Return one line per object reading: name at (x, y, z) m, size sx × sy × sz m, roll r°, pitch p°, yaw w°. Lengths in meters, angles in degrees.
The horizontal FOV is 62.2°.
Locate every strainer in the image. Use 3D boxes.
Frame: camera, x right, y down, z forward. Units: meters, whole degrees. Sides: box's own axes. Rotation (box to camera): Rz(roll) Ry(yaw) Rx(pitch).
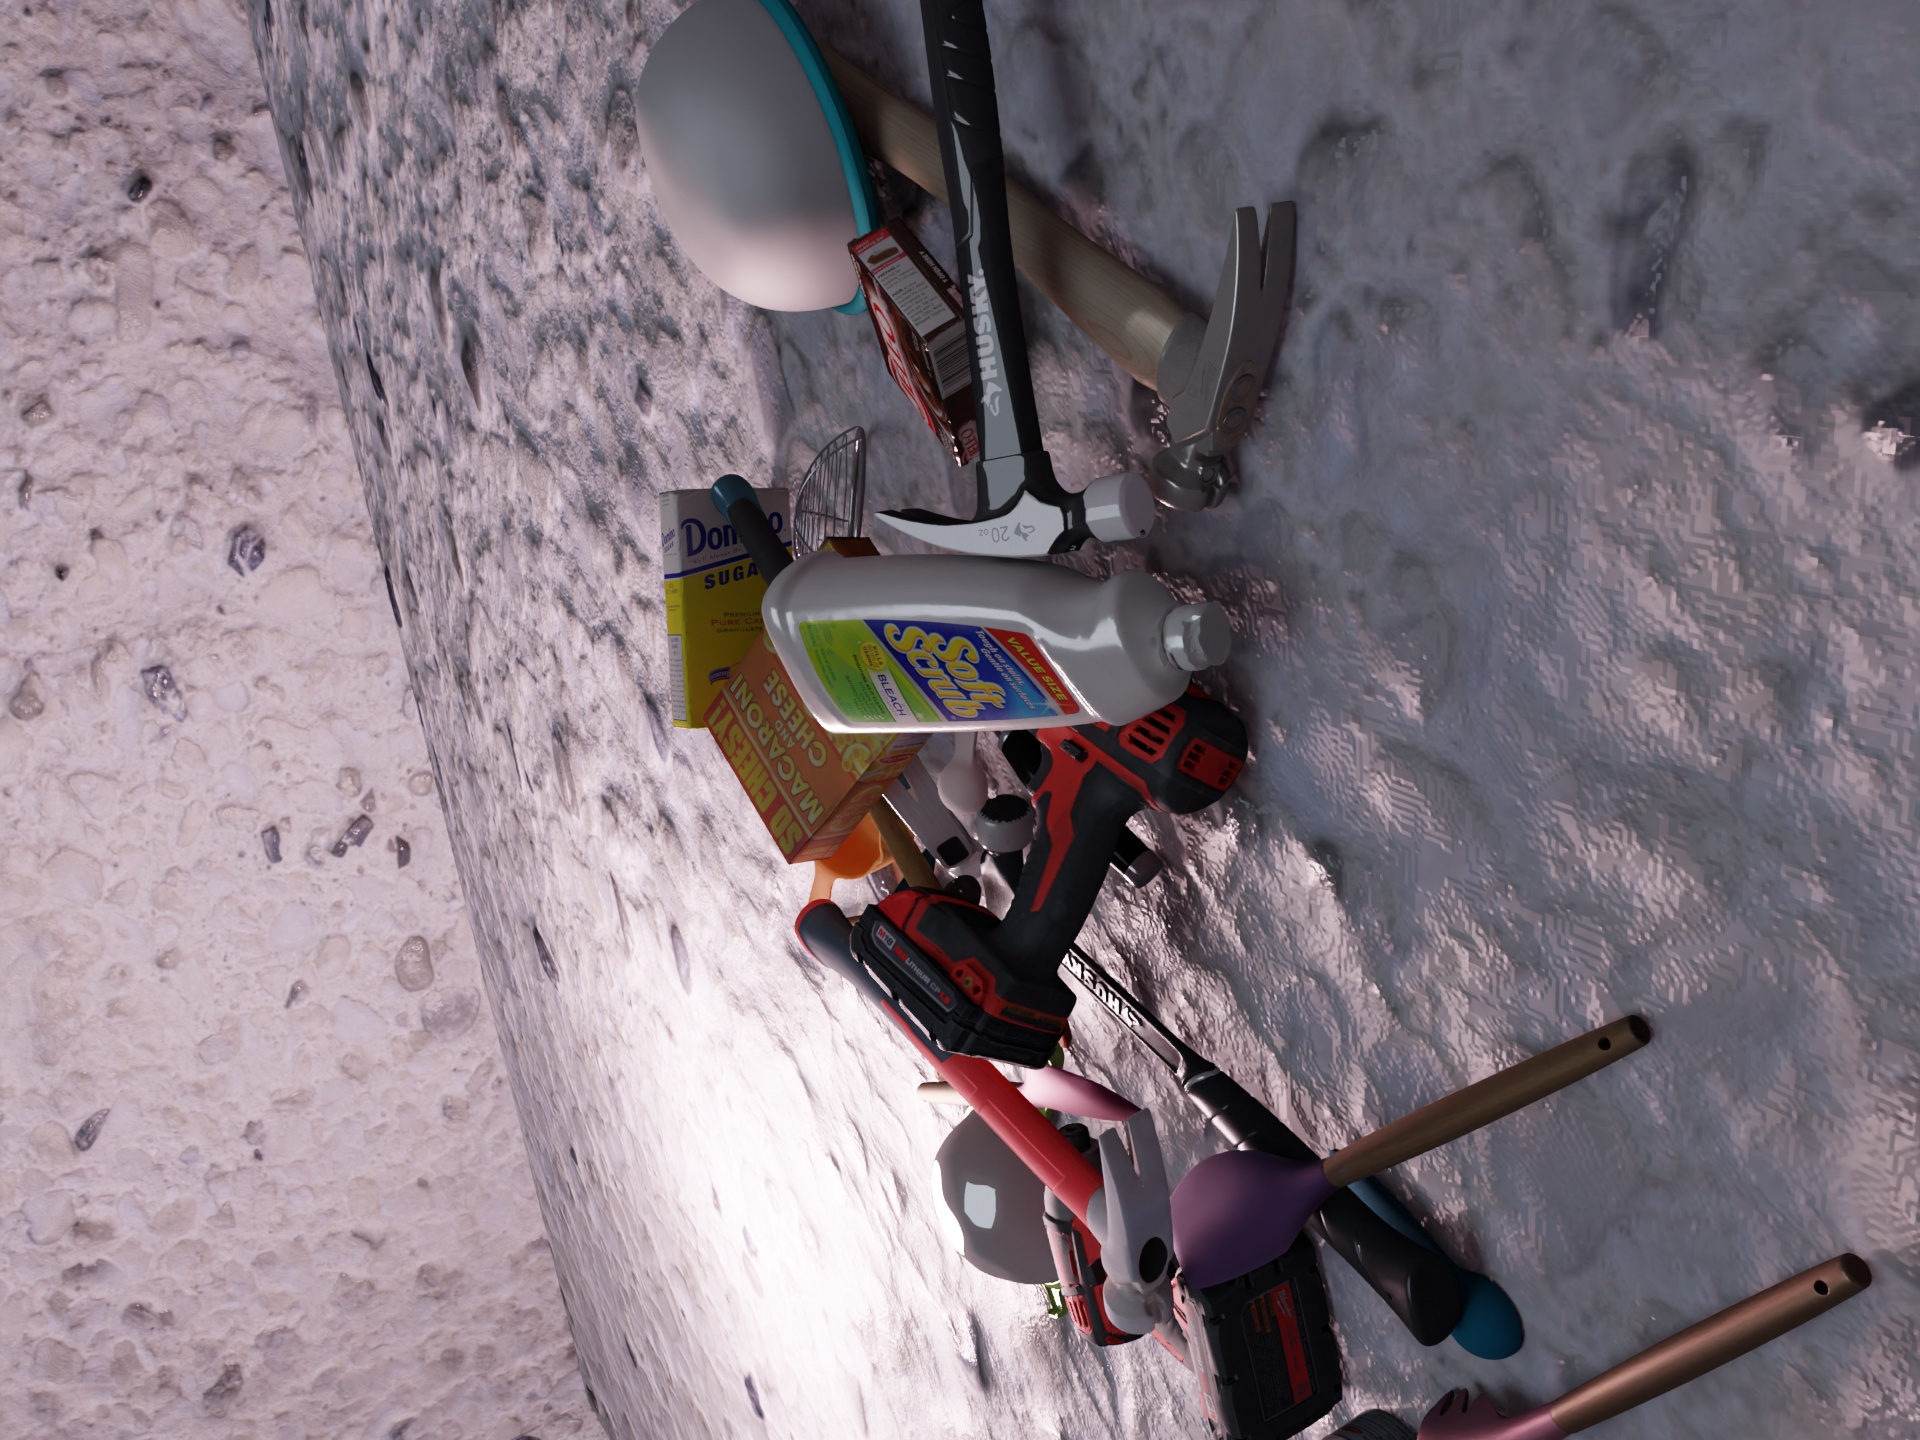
strainer at (0.028, 0.315, 1.124) m, size 0.152 × 0.069 × 0.256 m, roll 49°, pitch 146°, yaw 36°
strainer at (-0.153, -0.382, 0.924) m, size 0.211 × 0.095 × 0.340 m, roll 43°, pitch 156°, yaw 54°

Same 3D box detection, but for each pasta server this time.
pasta server at (0.285, 0.293, 0.696) m, size 0.060 × 0.040 × 0.316 m, roll 57°, pitch 145°, yaw 26°

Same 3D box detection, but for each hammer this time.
hammer at (0.020, -0.276, 0.826) m, size 0.411 × 0.038 × 0.146 m, roll 49°, pitch 143°, yaw 37°
hammer at (0.123, 0.197, 0.899) m, size 0.409 × 0.036 × 0.149 m, roll 40°, pitch 141°, yaw 49°
hammer at (-0.003, 0.196, 0.966) m, size 0.387 × 0.038 × 0.143 m, roll 35°, pitch 141°, yaw 50°
hammer at (-0.085, -0.040, 1.087) m, size 0.331 × 0.033 × 0.128 m, roll 57°, pitch -179°, yaw 24°
hammer at (0.005, -0.244, 0.766) m, size 0.146 × 0.035 × 0.335 m, roll -4°, pitch 97°, yaw 38°

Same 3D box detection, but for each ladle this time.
ladle at (-0.052, 0.064, 1.058) m, size 0.069 × 0.031 × 0.316 m, roll 36°, pitch -165°, yaw -49°

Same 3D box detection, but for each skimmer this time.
skimmer at (0.012, -0.043, 0.986) m, size 0.364 × 0.090 × 0.127 m, roll 45°, pitch 147°, yaw 24°

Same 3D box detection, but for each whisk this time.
whisk at (-0.018, 0.158, 1.115) m, size 0.055 × 0.055 × 0.238 m, roll 61°, pitch 156°, yaw 19°

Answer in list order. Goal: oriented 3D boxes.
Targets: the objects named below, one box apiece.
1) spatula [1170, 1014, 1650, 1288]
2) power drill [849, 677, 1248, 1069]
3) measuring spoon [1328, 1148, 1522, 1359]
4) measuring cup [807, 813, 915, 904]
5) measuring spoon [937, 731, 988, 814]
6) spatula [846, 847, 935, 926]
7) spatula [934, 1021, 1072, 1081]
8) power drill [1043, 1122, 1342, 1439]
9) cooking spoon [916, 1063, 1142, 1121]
spatula at (0.191, 0.201, 0.743) m, size 0.315 × 0.018 × 0.060 m, roll -45°, pitch 55°, yaw 45°
power drill at (0.034, 0.051, 0.860) m, size 0.188 × 0.080 × 0.226 m, roll 38°, pitch 101°, yaw 46°
measuring spoon at (0.223, 0.265, 0.790) m, size 0.129 × 0.021 × 0.042 m, roll 46°, pitch 142°, yaw 38°
measuring cup at (-0.082, 0.101, 1.185) m, size 0.095 × 0.052 × 0.173 m, roll 35°, pitch 128°, yaw 28°
measuring spoon at (-0.001, -0.003, 0.934) m, size 0.034 × 0.018 × 0.124 m, roll 11°, pitch 108°, yaw 38°
spatula at (-0.080, 0.152, 1.248) m, size 0.044 × 0.082 × 0.317 m, roll 40°, pitch 158°, yaw -10°
spatula at (0.021, 0.199, 1.024) m, size 0.322 × 0.041 × 0.081 m, roll 125°, pitch 131°, yaw -62°
power drill at (0.123, 0.333, 0.961) m, size 0.220 × 0.078 × 0.143 m, roll 4°, pitch 109°, yaw 63°
cooking spoon at (0.031, 0.242, 1.027) m, size 0.068 × 0.017 × 0.319 m, roll 33°, pitch 159°, yaw -12°
